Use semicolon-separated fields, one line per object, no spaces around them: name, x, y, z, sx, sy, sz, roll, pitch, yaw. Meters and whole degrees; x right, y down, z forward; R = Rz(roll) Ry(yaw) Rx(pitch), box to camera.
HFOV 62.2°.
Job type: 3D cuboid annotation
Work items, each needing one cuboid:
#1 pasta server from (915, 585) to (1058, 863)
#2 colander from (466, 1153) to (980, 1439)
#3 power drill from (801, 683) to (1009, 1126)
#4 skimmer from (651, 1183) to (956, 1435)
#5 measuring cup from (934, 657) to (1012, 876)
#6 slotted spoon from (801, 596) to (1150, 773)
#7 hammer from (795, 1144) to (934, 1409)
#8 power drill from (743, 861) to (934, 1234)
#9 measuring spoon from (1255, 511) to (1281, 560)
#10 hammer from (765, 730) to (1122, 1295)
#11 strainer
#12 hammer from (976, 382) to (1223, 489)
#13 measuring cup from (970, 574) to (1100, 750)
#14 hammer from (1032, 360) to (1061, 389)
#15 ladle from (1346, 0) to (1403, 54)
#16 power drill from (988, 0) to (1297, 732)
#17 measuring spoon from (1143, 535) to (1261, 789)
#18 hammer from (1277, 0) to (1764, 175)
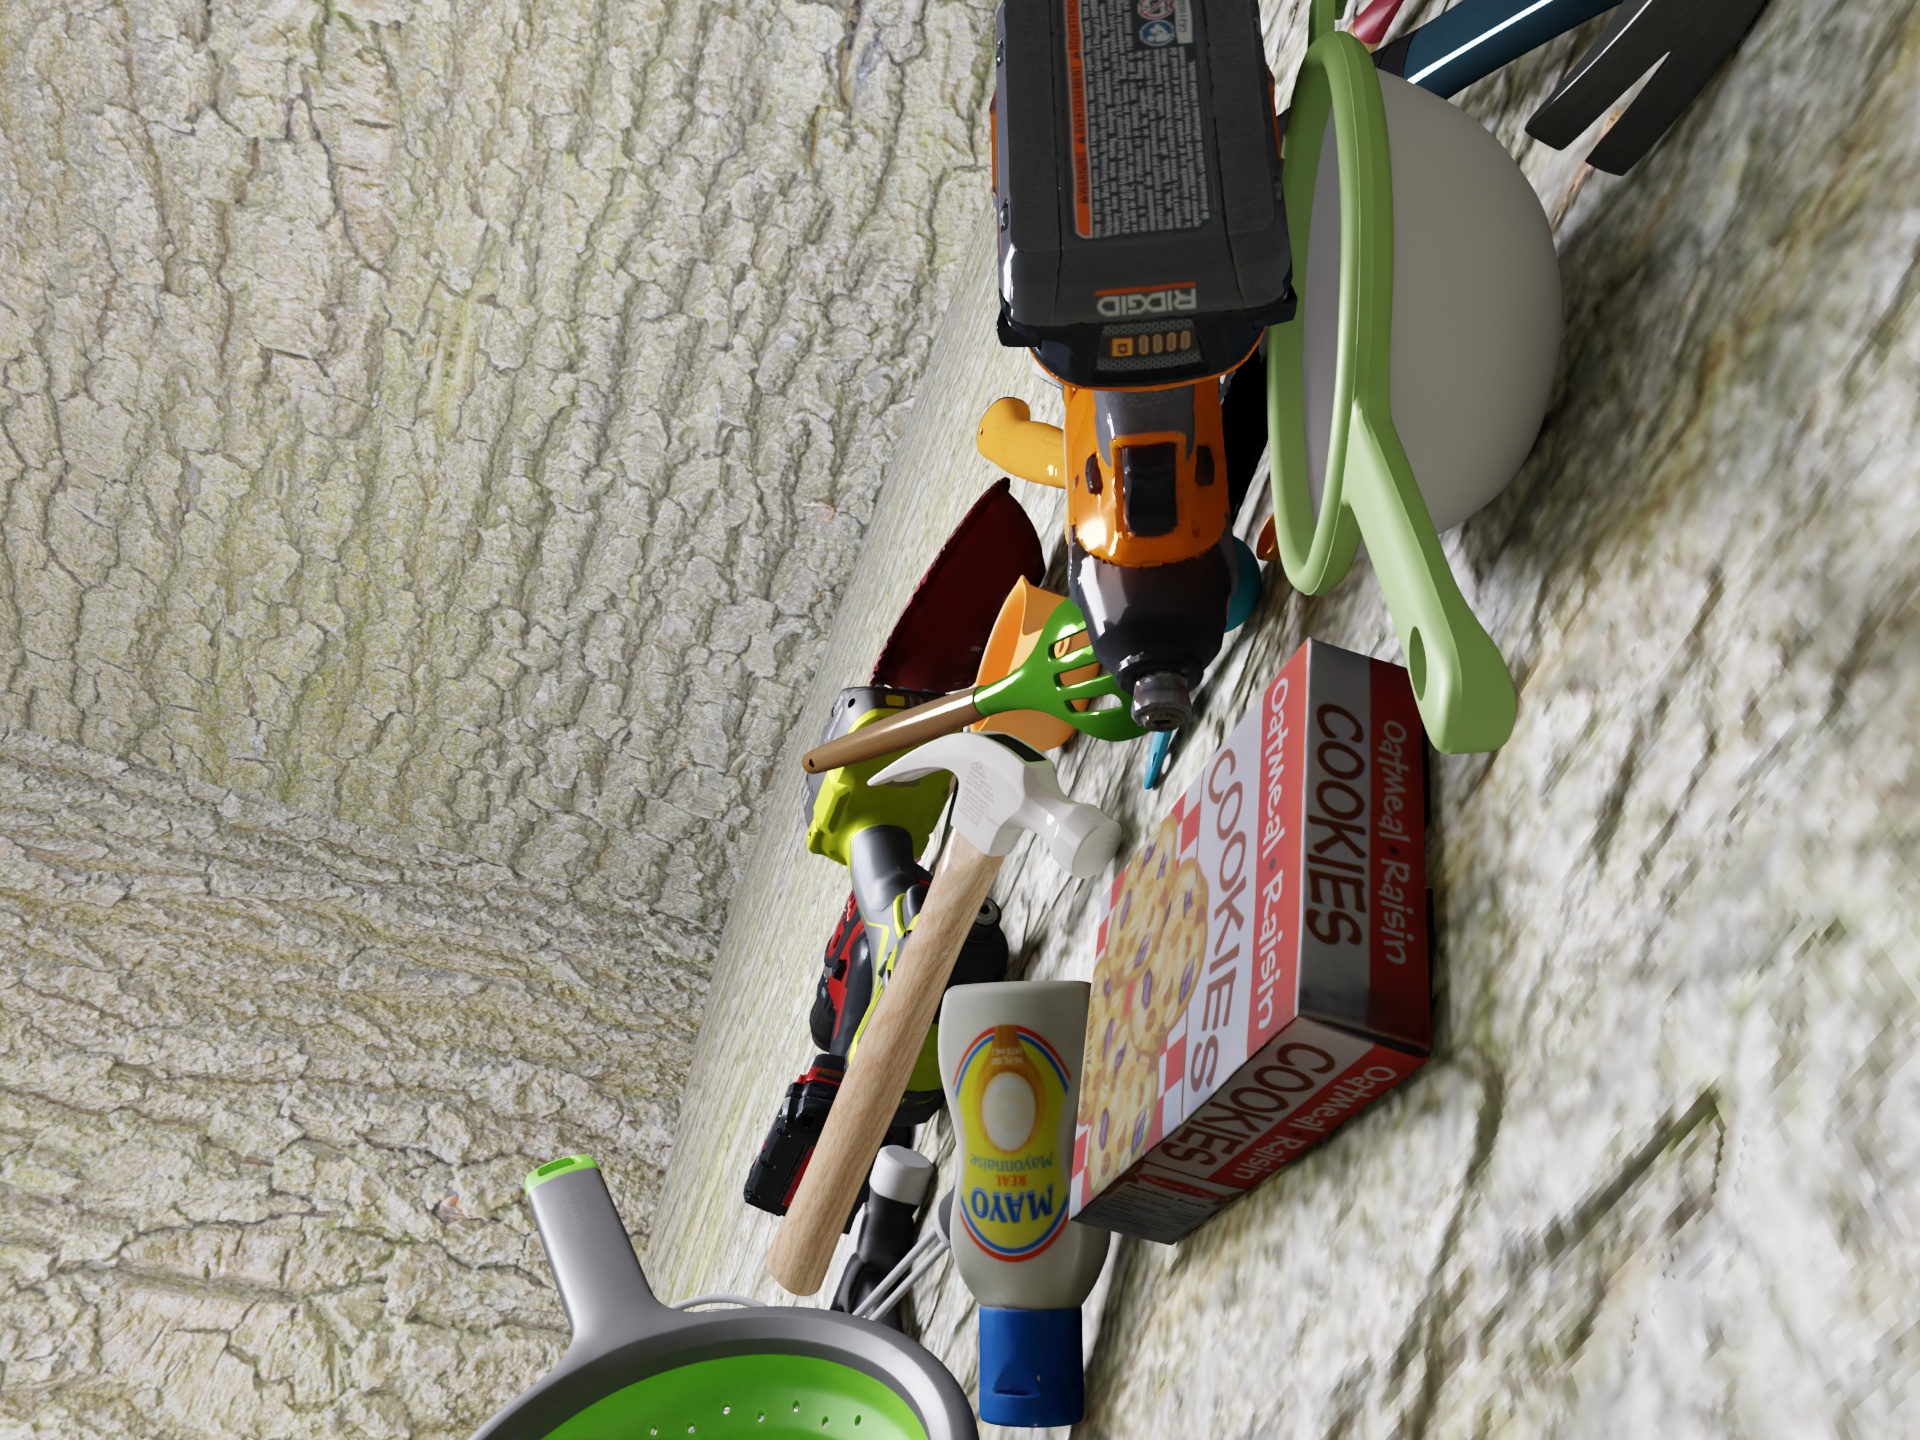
pasta server;0.001;0.038;1.100;0.060;0.040;0.316;-86;20;-56
colander;-0.118;0.290;0.626;0.397;0.204;0.094;-156;53;-65
power drill;-0.029;0.092;0.906;0.223;0.080;0.171;-104;28;-42
skimmer;-0.057;0.243;0.674;0.363;0.090;0.127;-54;34;32
measuring cup;0.019;0.033;0.972;0.083;0.038;0.167;-93;17;-63
slotted spoon;-0.001;-0.003;0.799;0.314;0.031;0.070;-18;92;54
hammer;-0.032;0.324;0.724;0.335;0.035;0.146;-138;67;-80
power drill;-0.078;0.224;1.065;0.227;0.080;0.187;-79;11;-49
measuring spoon;0.133;-0.070;0.565;0.117;0.011;0.021;179;108;-77
hammer;-0.033;0.153;0.794;0.130;0.031;0.331;39;116;36
strainer;0.125;-0.078;0.399;0.257;0.069;0.151;-87;-5;-52
hammer;0.059;-0.132;0.863;0.337;0.034;0.127;-130;52;-70
measuring cup;0.052;-0.028;0.832;0.173;0.052;0.095;176;111;-77
hammer;0.084;-0.238;0.868;0.149;0.036;0.409;-61;4;15
ladle;0.170;-0.289;0.702;0.315;0.031;0.069;129;156;-71
power drill;0.061;-0.106;0.519;0.226;0.084;0.164;73;-165;-65
measuring spoon;0.100;-0.019;0.657;0.042;0.021;0.128;-84;5;-52
hammer;0.150;-0.216;0.533;0.331;0.033;0.128;-175;101;-72
